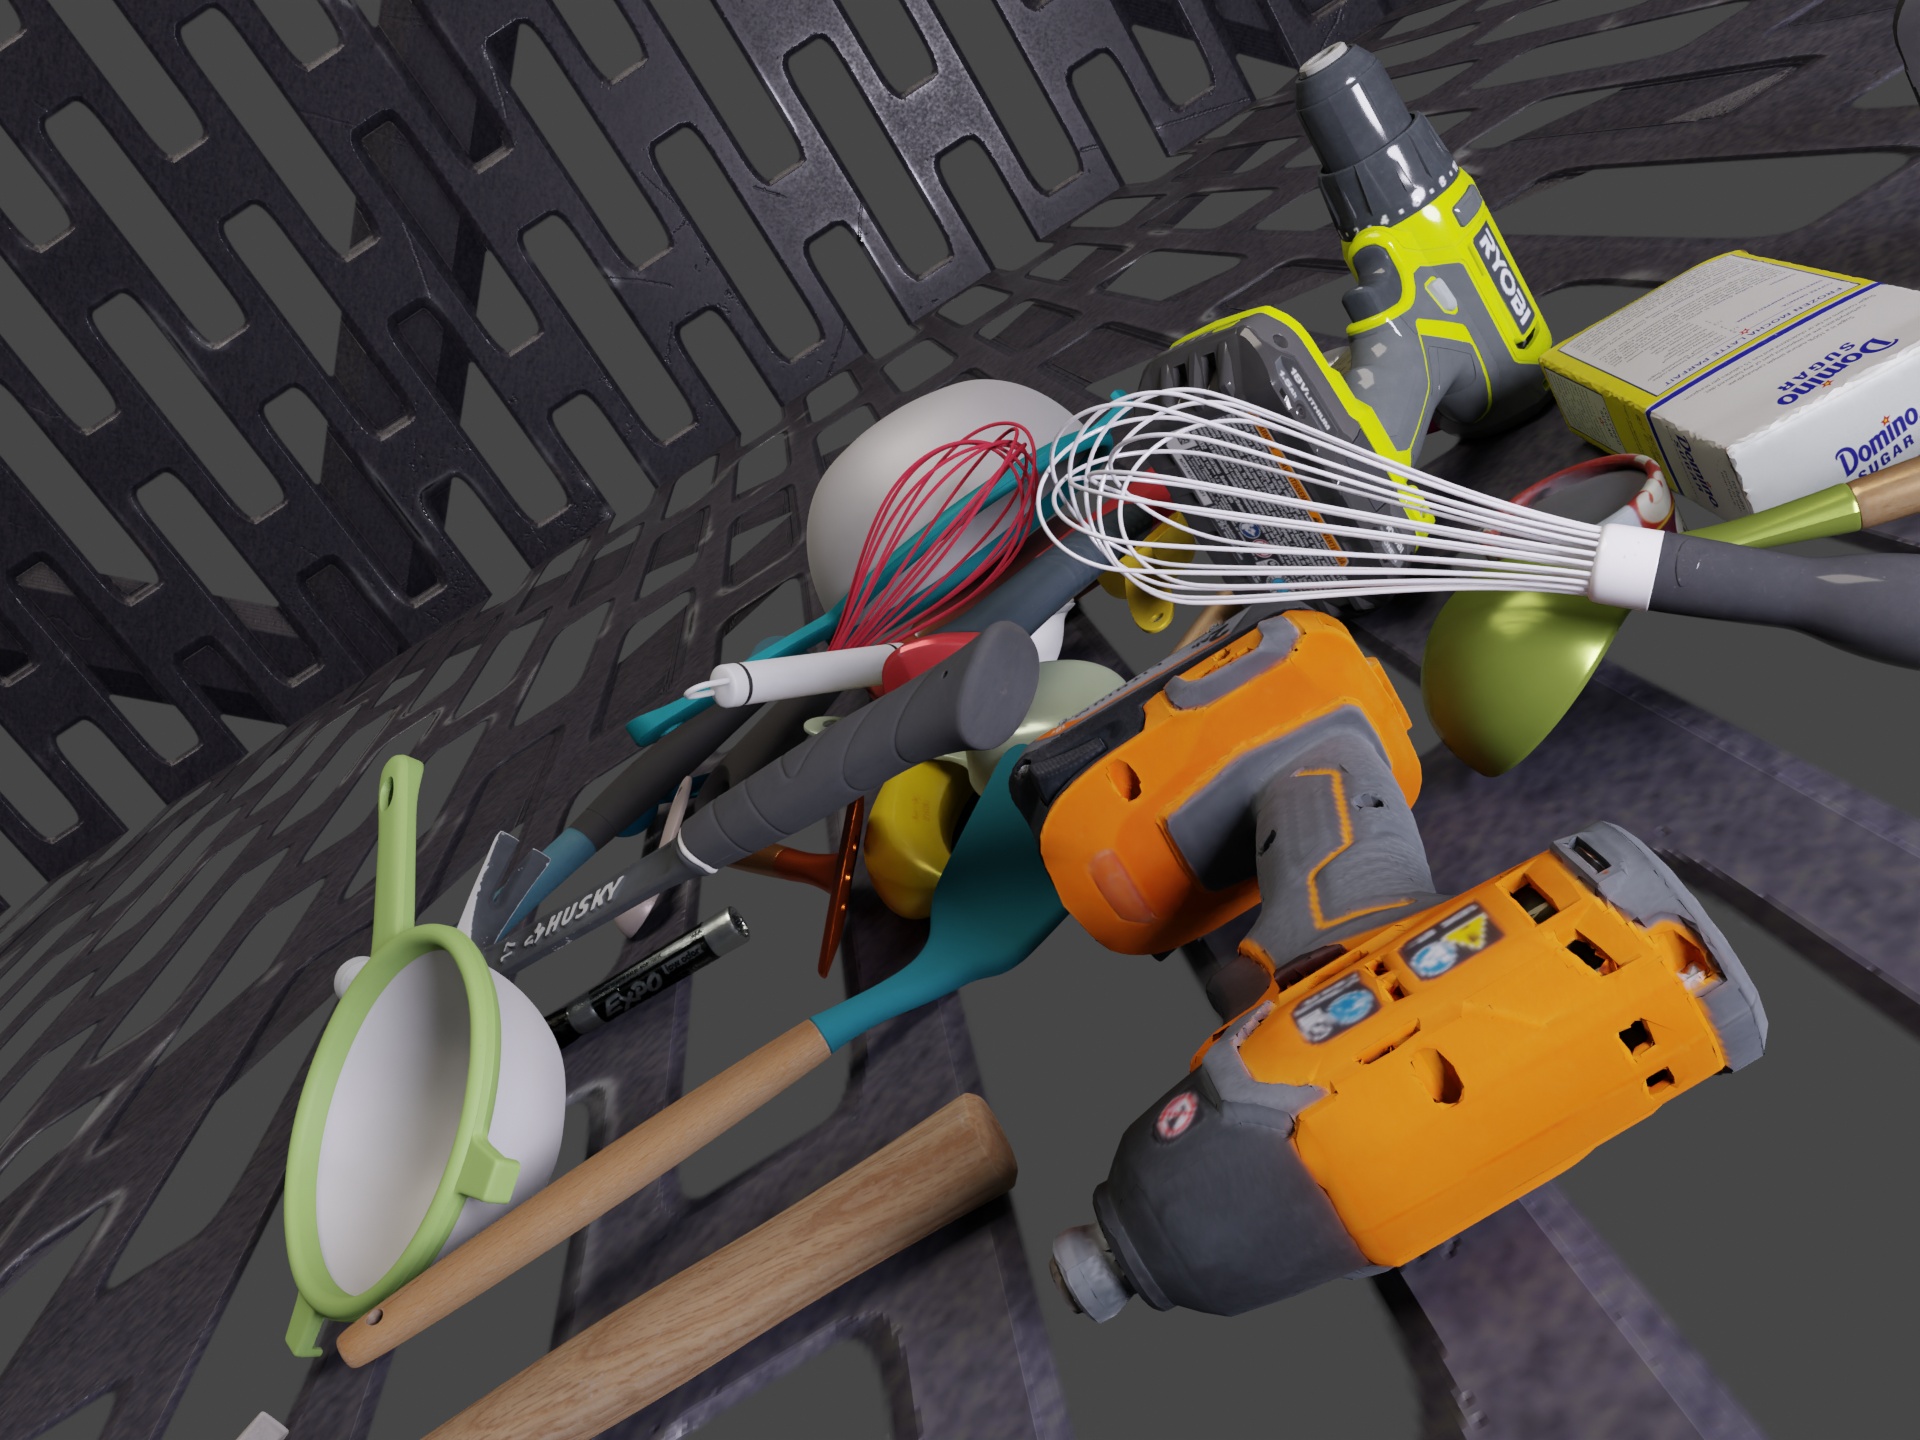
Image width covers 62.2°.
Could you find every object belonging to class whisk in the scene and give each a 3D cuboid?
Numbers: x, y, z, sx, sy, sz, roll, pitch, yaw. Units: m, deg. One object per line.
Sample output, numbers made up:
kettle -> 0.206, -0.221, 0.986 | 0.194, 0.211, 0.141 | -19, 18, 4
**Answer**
whisk -> 0.155, -0.048, 0.452 | 0.285, 0.070, 0.070 | 13, 40, 22
whisk -> -0.055, -0.041, 0.842 | 0.295, 0.073, 0.073 | -48, 12, 24

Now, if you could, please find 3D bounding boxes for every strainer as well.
strainer -> -0.068, -0.107, 0.938 | 0.340, 0.095, 0.211 | -33, -4, -21
strainer -> -0.026, -0.026, 0.760 | 0.258, 0.050, 0.087 | -10, -9, -45
strainer -> -0.214, 0.122, 0.665 | 0.151, 0.069, 0.257 | -41, 44, 27

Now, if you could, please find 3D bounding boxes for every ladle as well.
ladle -> 0.290, -0.060, 0.461 | 0.320, 0.062, 0.078 | -20, 13, 18

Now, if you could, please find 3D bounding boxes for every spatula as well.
spatula -> -0.075, 0.118, 0.560 | 0.317, 0.044, 0.082 | -32, 37, -18
spatula -> -0.100, 0.065, 0.765 | 0.323, 0.041, 0.081 | -1, 78, 64

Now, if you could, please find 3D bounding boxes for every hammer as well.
hammer -> -0.129, 0.208, 0.476 | 0.331, 0.031, 0.130 | -32, 19, 2
hammer -> -0.213, 0.061, 0.936 | 0.331, 0.033, 0.128 | -45, 31, -25
hammer -> 0.070, -0.096, 0.779 | 0.143, 0.038, 0.386 | -10, 21, 40
hammer -> -0.119, 0.056, 0.672 | 0.409, 0.036, 0.149 | -29, 38, 38

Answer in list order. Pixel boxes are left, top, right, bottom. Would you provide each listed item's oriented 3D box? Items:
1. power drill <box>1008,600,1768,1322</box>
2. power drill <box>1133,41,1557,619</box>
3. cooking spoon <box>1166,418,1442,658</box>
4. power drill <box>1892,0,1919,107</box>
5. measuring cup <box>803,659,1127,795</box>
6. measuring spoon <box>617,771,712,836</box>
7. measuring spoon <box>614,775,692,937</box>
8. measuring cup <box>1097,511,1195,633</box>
power drill -> 0.081, 0.058, 0.434 | 0.164, 0.084, 0.227 | -32, 22, 5
power drill -> 0.171, -0.171, 0.694 | 0.080, 0.190, 0.228 | -11, 33, 49
cooking spoon -> 0.170, -0.109, 0.755 | 0.319, 0.068, 0.017 | -49, 11, -27
power drill -> 0.430, -0.284, 0.604 | 0.080, 0.171, 0.223 | -12, 36, 48
measuring cup -> -0.001, -0.002, 0.689 | 0.168, 0.038, 0.083 | 7, 32, 29
measuring spoon -> -0.165, 0.049, 0.969 | 0.128, 0.021, 0.042 | -14, 33, 25
measuring spoon -> -0.168, 0.068, 0.868 | 0.034, 0.018, 0.124 | -49, 19, 32
measuring cup -> 0.098, -0.067, 0.803 | 0.062, 0.029, 0.157 | -28, 22, 13
